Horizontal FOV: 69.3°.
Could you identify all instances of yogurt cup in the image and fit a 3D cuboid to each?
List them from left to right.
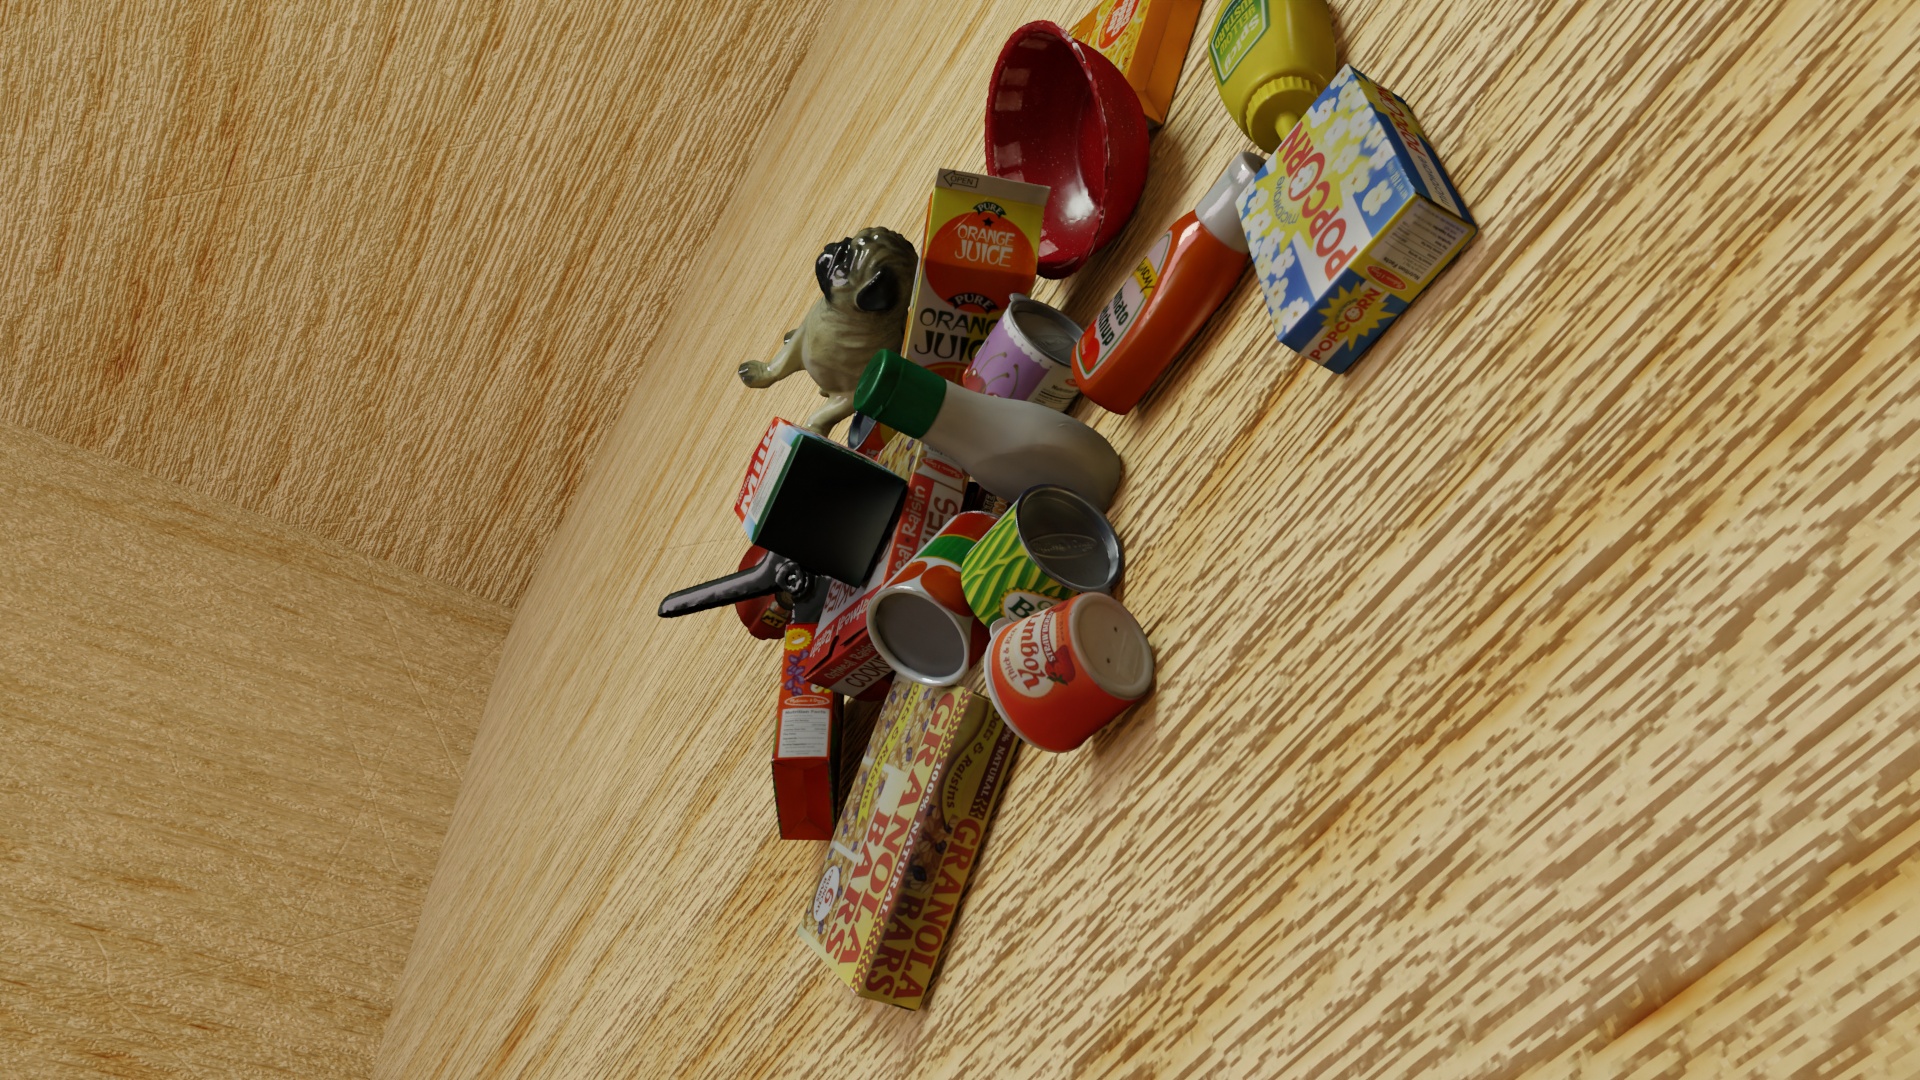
[{"bbox_3d":[0.053,0.059,0.653,0.053,0.072,0.073,-36,35,39],"label":"yogurt cup"}]

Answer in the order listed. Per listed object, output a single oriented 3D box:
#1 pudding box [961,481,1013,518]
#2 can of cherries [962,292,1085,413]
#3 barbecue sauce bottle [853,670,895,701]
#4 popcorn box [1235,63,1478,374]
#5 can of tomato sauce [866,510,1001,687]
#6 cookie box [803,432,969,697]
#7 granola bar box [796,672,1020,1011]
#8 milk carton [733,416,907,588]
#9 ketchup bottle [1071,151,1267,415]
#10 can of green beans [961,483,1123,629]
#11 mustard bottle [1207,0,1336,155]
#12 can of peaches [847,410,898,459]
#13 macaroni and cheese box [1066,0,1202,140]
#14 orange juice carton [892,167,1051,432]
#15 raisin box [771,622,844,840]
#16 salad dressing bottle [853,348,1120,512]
[{"bbox_3d":[0.003,-0.011,0.898,0.049,0.030,0.083,-69,20,-5],"label":"pudding box"},{"bbox_3d":[0.042,-0.108,0.854,0.058,0.071,0.072,-54,24,32],"label":"can of cherries"},{"bbox_3d":[-0.057,0.040,0.971,0.064,0.043,0.149,-44,30,46],"label":"barbecue sauce bottle"},{"bbox_3d":[0.172,-0.145,0.620,0.084,0.038,0.127,-52,25,35],"label":"popcorn box"},{"bbox_3d":[-0.002,0.033,0.770,0.071,0.071,0.083,-46,0,43],"label":"can of tomato sauce"},{"bbox_3d":[-0.044,0.005,0.885,0.122,0.040,0.168,-40,31,57],"label":"cookie box"},{"bbox_3d":[-0.029,0.161,0.775,0.124,0.039,0.166,-2,66,68],"label":"granola bar box"},{"bbox_3d":[-0.098,-0.031,0.905,0.073,0.072,0.191,-65,17,3],"label":"milk carton"},{"bbox_3d":[0.117,-0.137,0.739,0.148,0.043,0.065,-51,22,34],"label":"ketchup bottle"},{"bbox_3d":[0.042,0.013,0.725,0.057,0.071,0.071,-48,27,42],"label":"can of green beans"},{"bbox_3d":[0.166,-0.245,0.728,0.065,0.049,0.161,-51,25,39],"label":"mustard bottle"},{"bbox_3d":[-0.047,-0.085,1.064,0.071,0.058,0.071,-50,26,36],"label":"can of peaches"},{"bbox_3d":[0.101,-0.327,0.991,0.166,0.040,0.124,-12,57,65],"label":"macaroni and cheese box"},{"bbox_3d":[0.005,-0.157,0.908,0.191,0.072,0.073,105,172,-47],"label":"orange juice carton"},{"bbox_3d":[-0.101,0.128,0.941,0.124,0.040,0.085,-92,2,-49],"label":"raisin box"},{"bbox_3d":[0.015,-0.057,0.751,0.064,0.147,0.044,-41,32,48],"label":"salad dressing bottle"}]
